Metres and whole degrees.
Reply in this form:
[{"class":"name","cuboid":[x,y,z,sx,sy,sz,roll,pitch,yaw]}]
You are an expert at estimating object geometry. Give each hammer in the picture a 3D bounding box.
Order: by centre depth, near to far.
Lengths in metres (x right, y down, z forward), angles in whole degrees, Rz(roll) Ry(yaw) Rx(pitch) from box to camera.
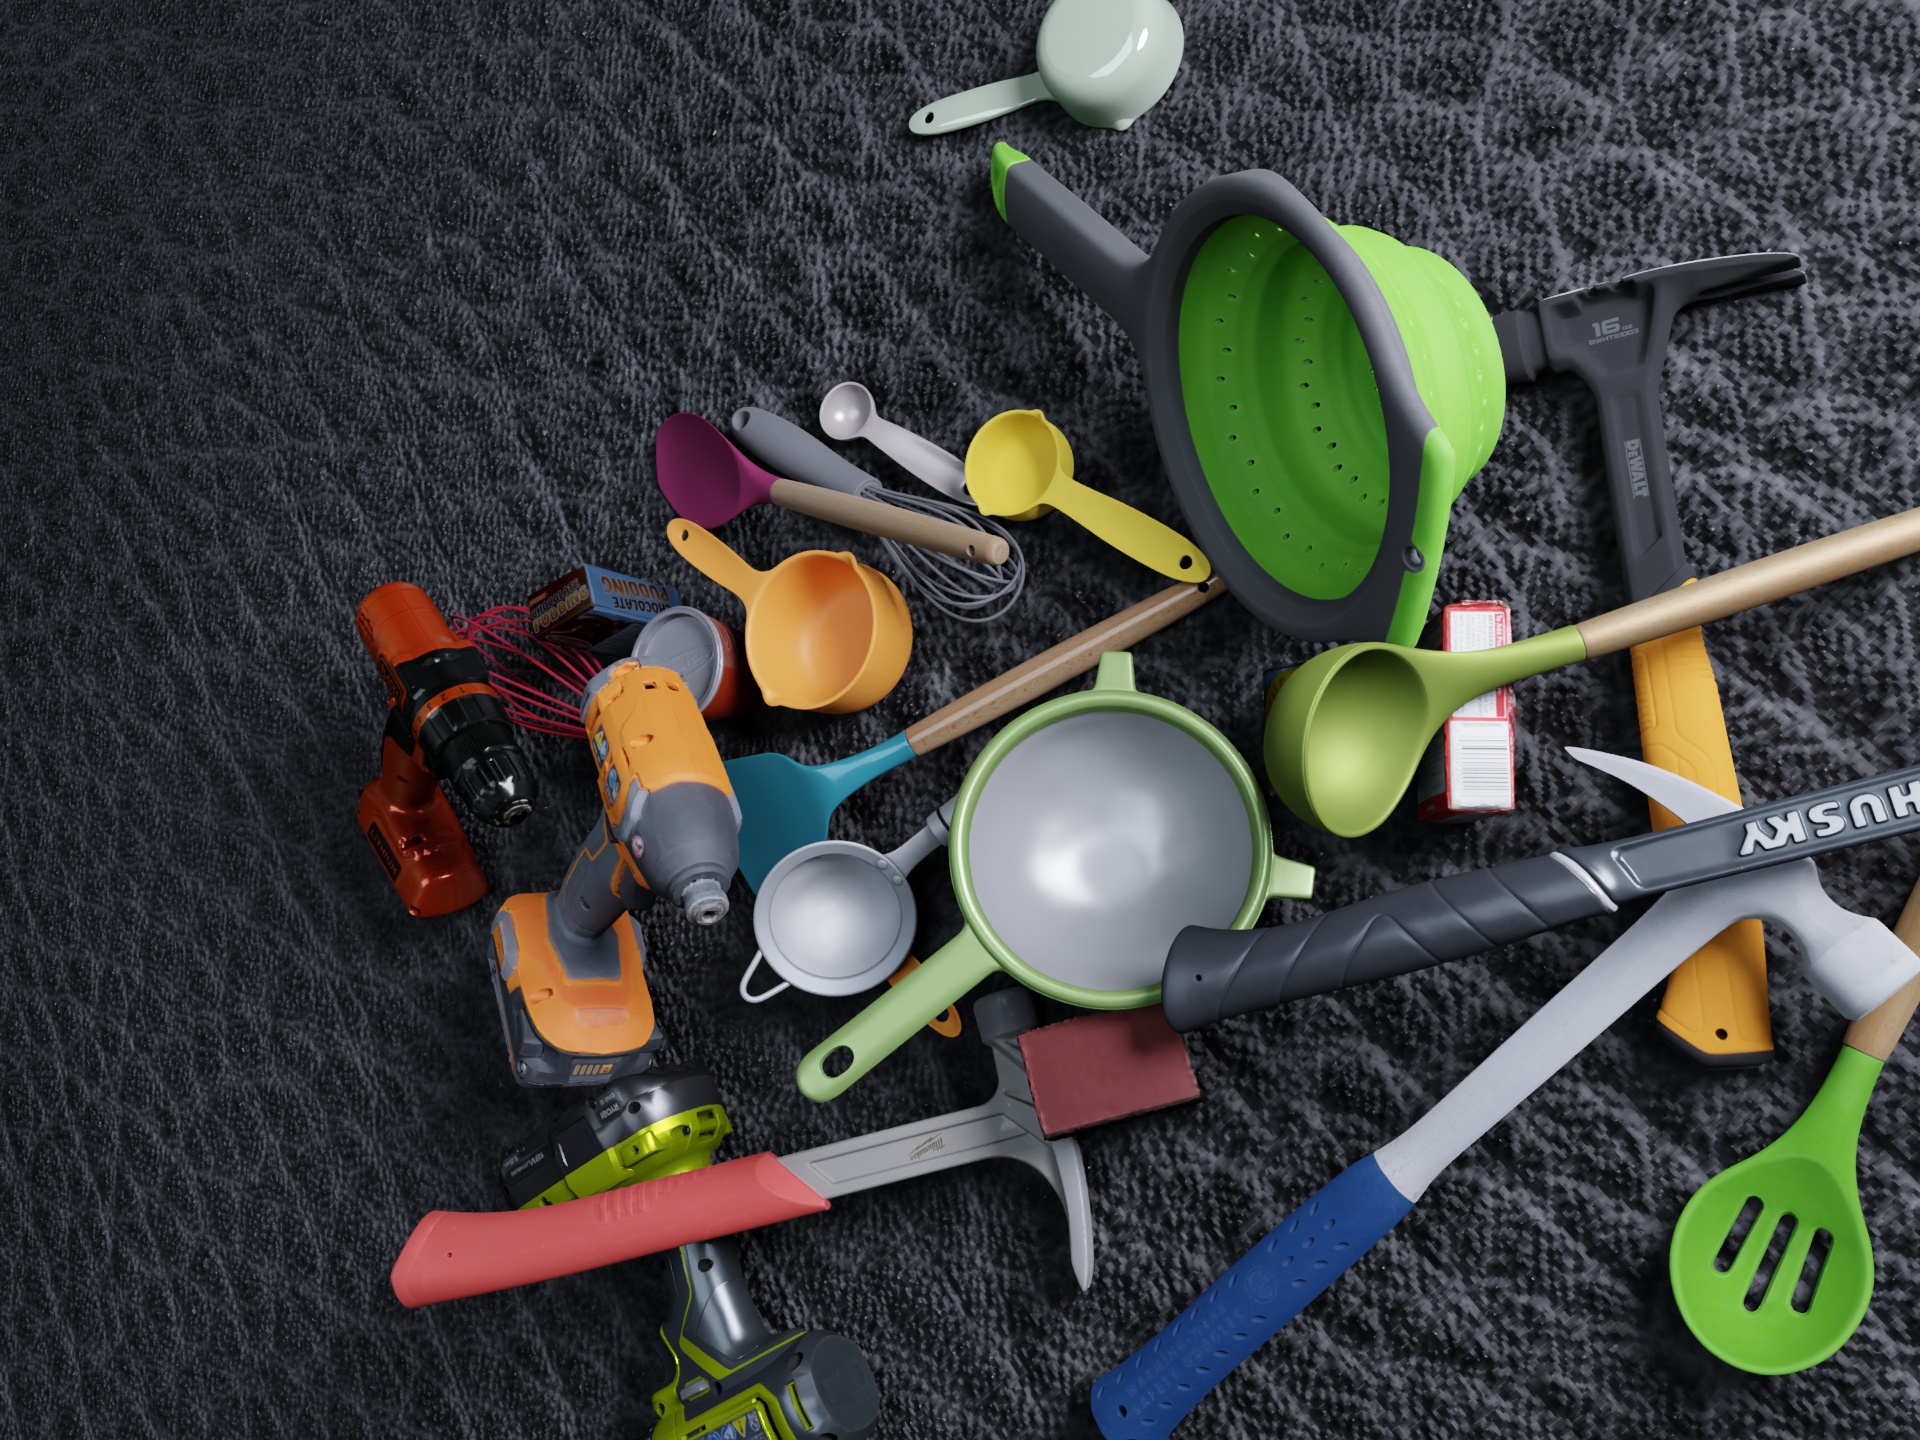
[{"class":"hammer","cuboid":[0.258,0.060,0.600,0.409,0.036,0.149,-21,72,30]},{"class":"hammer","cuboid":[0.306,-0.026,0.665,0.127,0.034,0.337,-10,79,31]},{"class":"hammer","cuboid":[0.191,0.184,0.683,0.405,0.035,0.144,-51,59,22]},{"class":"hammer","cuboid":[-0.115,0.252,0.810,0.359,0.036,0.149,-16,72,6]}]

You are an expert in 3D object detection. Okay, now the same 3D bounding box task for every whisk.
[{"class":"whisk","cuboid":[-0.054,-0.122,0.889,0.239,0.055,0.055,36,102,34]},{"class":"whisk","cuboid":[-0.203,0.003,0.955,0.296,0.073,0.073,28,99,25]}]

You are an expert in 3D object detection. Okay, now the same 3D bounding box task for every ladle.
[{"class":"ladle","cuboid":[0.271,-0.033,0.616,0.320,0.062,0.078,-19,118,5]}]

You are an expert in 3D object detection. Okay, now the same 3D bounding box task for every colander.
[{"class":"colander","cuboid":[0.135,-0.194,0.755,0.094,0.204,0.398,-19,46,-17]}]

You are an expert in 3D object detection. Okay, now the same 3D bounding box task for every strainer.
[{"class":"strainer","cuboid":[0.031,0.098,0.763,0.256,0.069,0.151,-38,74,-3]},{"class":"strainer","cuboid":[-0.014,0.061,0.835,0.258,0.050,0.086,-38,103,11]}]

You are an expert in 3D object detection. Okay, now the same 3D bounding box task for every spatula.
[{"class":"spatula","cuboid":[-0.001,-0.003,0.834,0.317,0.044,0.082,-27,88,14]}]

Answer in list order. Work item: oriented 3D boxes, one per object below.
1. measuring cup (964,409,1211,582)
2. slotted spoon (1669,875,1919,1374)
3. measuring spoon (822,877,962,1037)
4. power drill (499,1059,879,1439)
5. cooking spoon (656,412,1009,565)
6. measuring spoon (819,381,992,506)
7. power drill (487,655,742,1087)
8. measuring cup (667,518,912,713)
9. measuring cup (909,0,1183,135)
[{"class":"measuring cup","cuboid":[0.069,-0.109,0.822,0.157,0.029,0.062,35,102,27]},{"class":"slotted spoon","cuboid":[0.364,0.107,0.617,0.070,0.031,0.314,26,95,31]},{"class":"measuring spoon","cuboid":[-0.037,0.128,0.866,0.021,0.011,0.117,-49,66,11]},{"class":"power drill","cuboid":[-0.166,0.325,0.880,0.190,0.080,0.229,-35,70,22]},{"class":"cooking spoon","cuboid":[-0.084,-0.122,0.878,0.319,0.017,0.068,22,117,46]},{"class":"measuring spoon","cuboid":[-0.029,-0.152,0.896,0.124,0.018,0.034,35,97,23]},{"class":"power drill","cuboid":[-0.184,0.100,0.862,0.226,0.084,0.164,-61,40,32]},{"class":"measuring cup","cuboid":[-0.099,-0.068,0.903,0.174,0.052,0.095,36,103,31]},{"class":"measuring cup","cuboid":[0.037,-0.353,0.864,0.167,0.038,0.083,-7,80,28]}]
